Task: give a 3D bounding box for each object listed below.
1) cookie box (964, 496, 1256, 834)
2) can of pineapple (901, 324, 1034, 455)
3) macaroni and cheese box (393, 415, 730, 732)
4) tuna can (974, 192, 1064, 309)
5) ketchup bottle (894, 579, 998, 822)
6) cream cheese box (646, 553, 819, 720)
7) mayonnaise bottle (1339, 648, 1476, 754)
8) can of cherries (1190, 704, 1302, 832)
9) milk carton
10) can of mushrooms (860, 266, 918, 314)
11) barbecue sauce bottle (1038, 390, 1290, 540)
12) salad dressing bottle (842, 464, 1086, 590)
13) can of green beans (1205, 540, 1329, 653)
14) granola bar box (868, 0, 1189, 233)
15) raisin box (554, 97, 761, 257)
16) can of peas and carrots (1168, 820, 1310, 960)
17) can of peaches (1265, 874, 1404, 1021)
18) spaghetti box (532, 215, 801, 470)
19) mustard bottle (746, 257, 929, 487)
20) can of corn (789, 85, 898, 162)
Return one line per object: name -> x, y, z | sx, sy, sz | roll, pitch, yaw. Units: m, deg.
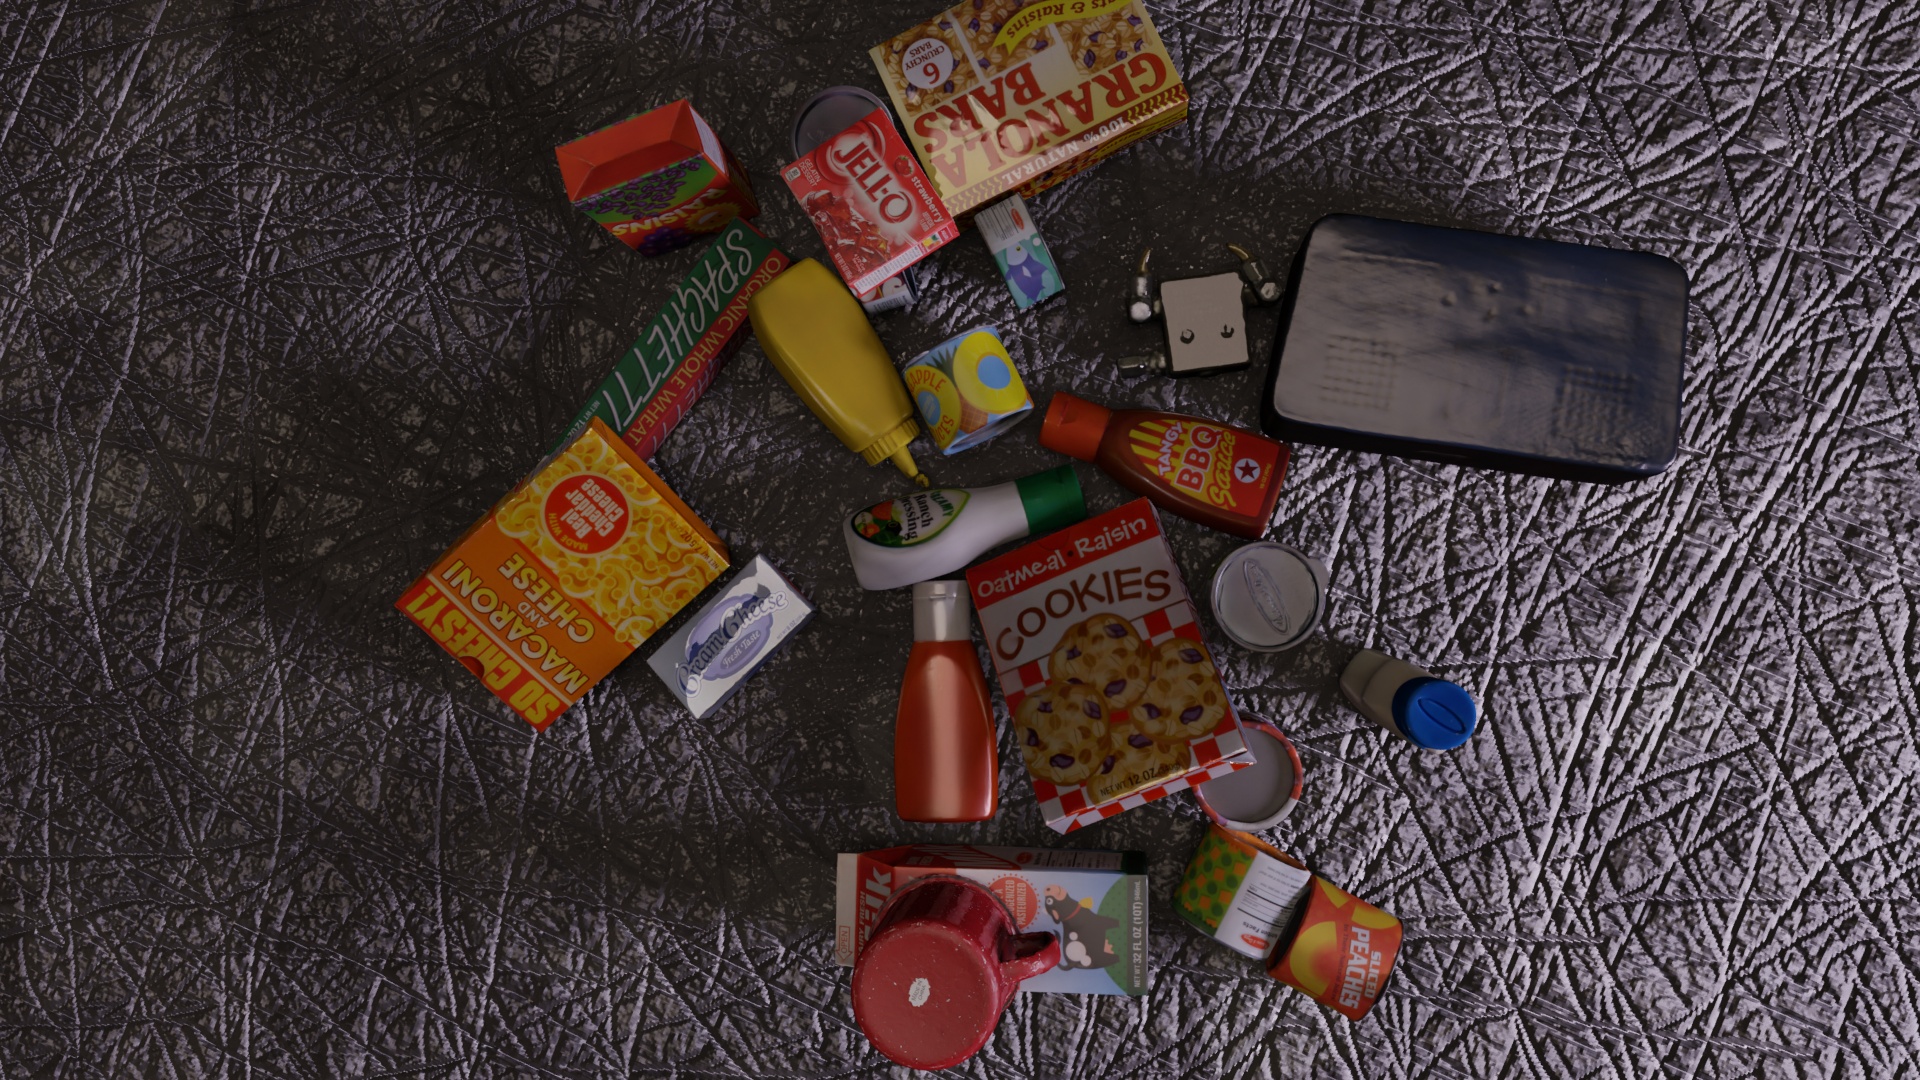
cookie box -> 0.086, 0.072, 0.825 | 0.123, 0.040, 0.168 | -23, 64, 11
can of pineapple -> 0.004, -0.092, 0.861 | 0.071, 0.071, 0.058 | -27, 86, 5
macaroni and cheese box -> -0.249, 0.023, 0.877 | 0.166, 0.040, 0.123 | -42, 108, 3
tuna can -> 0.037, -0.178, 0.864 | 0.033, 0.071, 0.071 | -26, 85, 6
ketchup bottle -> -0.010, 0.099, 0.867 | 0.065, 0.043, 0.149 | -2, 87, 6
cream cheese box -> -0.147, 0.062, 0.894 | 0.104, 0.024, 0.053 | -44, 82, 3
mayonnaise bottle -> 0.255, 0.092, 0.784 | 0.065, 0.148, 0.041 | 36, 92, 6
can of cherries -> 0.168, 0.136, 0.837 | 0.071, 0.058, 0.071 | 0, 88, 6
milk carton -> 0.018, 0.227, 0.843 | 0.191, 0.073, 0.072 | 1, 88, 7
can of mushrooms -> -0.053, -0.179, 0.871 | 0.033, 0.071, 0.071 | -17, 86, 7
barbecue sauce bottle -> 0.123, -0.052, 0.857 | 0.148, 0.043, 0.065 | 19, 73, 7
salad dressing bottle -> 0.003, -0.011, 0.865 | 0.148, 0.064, 0.043 | -16, 127, -2
can of green beans -> 0.183, 0.034, 0.840 | 0.071, 0.058, 0.071 | 0, 88, 7
granola bar box -> 0.043, -0.288, 0.879 | 0.165, 0.039, 0.124 | -25, 84, 5
raisin box -> -0.183, -0.221, 0.860 | 0.086, 0.123, 0.040 | -20, 85, 6
can of peas and carrots -> 0.165, 0.207, 0.833 | 0.071, 0.071, 0.058 | 27, 91, 7
can of peaches -> 0.220, 0.241, 0.821 | 0.058, 0.071, 0.071 | 27, 91, 8
spaghetti box -> -0.200, -0.100, 0.905 | 0.050, 0.028, 0.250 | 39, 93, 6
mustard bottle -> -0.069, -0.097, 0.874 | 0.065, 0.049, 0.160 | -35, 96, -12
can of corn -> -0.070, -0.244, 0.881 | 0.071, 0.058, 0.071 | 0, 88, 6
